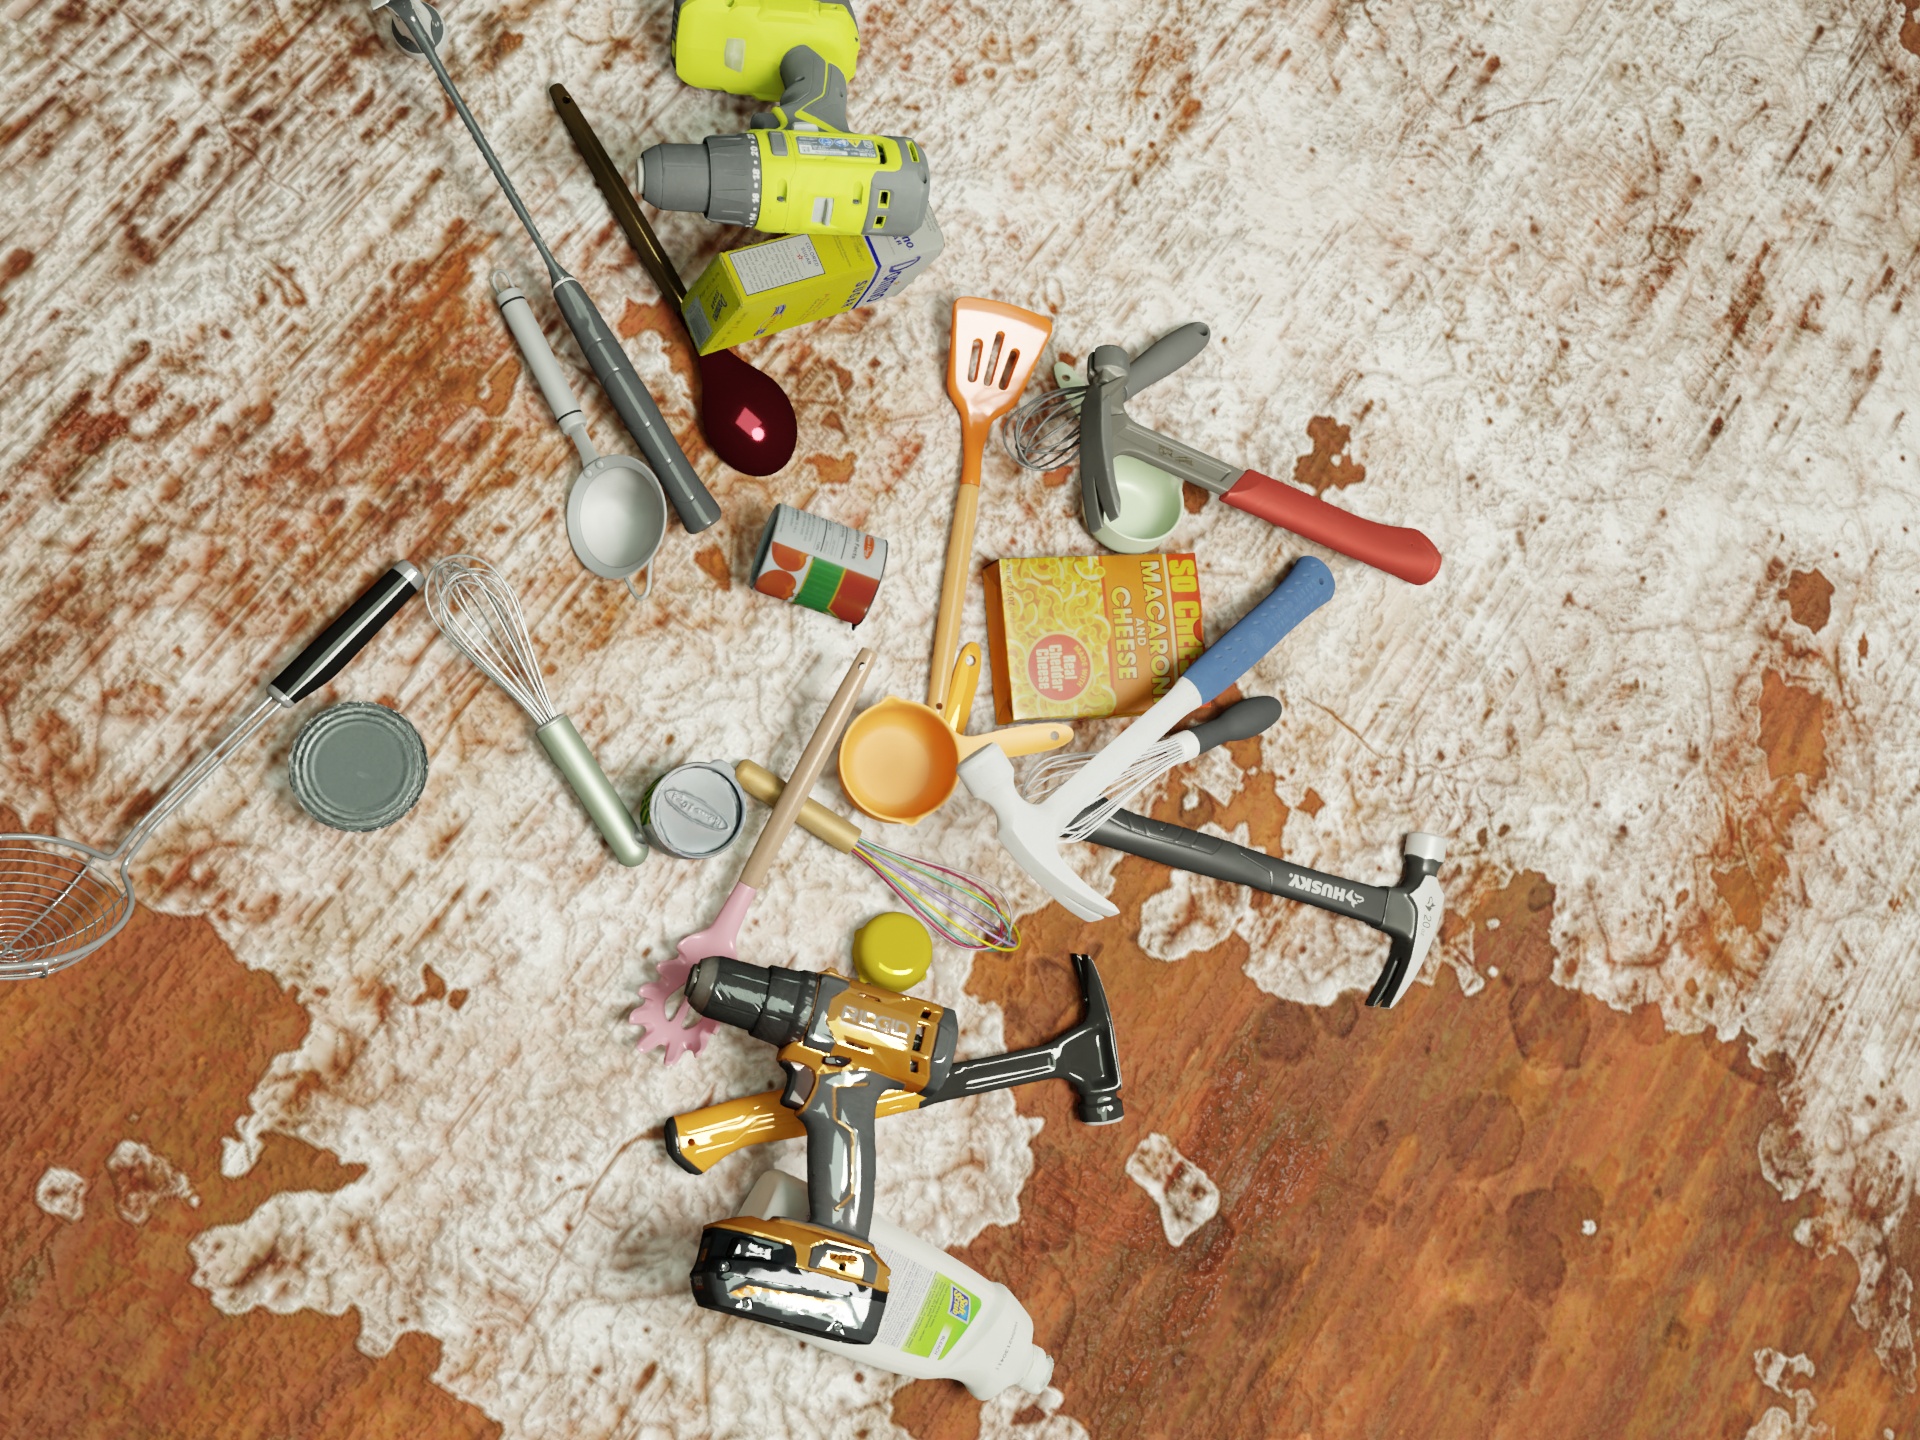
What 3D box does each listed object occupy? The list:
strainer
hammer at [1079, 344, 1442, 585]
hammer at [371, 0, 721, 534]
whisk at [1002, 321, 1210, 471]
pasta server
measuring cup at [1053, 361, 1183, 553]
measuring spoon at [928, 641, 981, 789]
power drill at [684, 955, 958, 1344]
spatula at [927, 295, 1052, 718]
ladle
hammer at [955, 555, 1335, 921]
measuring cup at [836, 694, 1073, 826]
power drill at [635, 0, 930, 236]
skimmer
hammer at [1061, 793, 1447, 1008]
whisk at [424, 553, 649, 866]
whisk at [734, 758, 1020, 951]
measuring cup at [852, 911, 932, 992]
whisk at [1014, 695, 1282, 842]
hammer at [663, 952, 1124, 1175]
[{"bbox_3d":[-0.265,-0.202,1.112,0.087,0.050,0.258,-28,88,25],"label":"strainer"},{"bbox_3d":[0.239,-0.162,1.226,0.358,0.036,0.149,17,61,-31],"label":"hammer"},{"bbox_3d":[-0.277,-0.311,1.084,0.036,0.149,0.408,-30,102,-3],"label":"hammer"},{"bbox_3d":[0.119,-0.257,1.226,0.239,0.055,0.055,-38,97,-33],"label":"whisk"},{"bbox_3d":[-0.136,0.090,1.104,0.060,0.040,0.316,27,86,1],"label":"pasta server"},{"bbox_3d":[0.111,-0.204,1.245,0.083,0.038,0.168,-22,75,-22],"label":"measuring cup"},{"bbox_3d":[-0.002,-0.004,1.193,0.021,0.011,0.117,17,80,-16],"label":"measuring spoon"},{"bbox_3d":[-0.111,0.270,1.035,0.185,0.084,0.226,20,64,-13],"label":"power drill"},{"bbox_3d":[0.006,-0.155,1.197,0.081,0.041,0.323,11,82,-18],"label":"spatula"},{"bbox_3d":[-0.211,-0.320,1.150,0.069,0.031,0.315,-32,93,-21],"label":"ladle"},{"bbox_3d":[0.165,-0.010,1.169,0.405,0.035,0.144,-38,97,-37],"label":"hammer"},{"bbox_3d":[-0.006,0.025,1.159,0.173,0.052,0.095,-9,83,-13],"label":"measuring cup"},{"bbox_3d":[-0.136,-0.422,1.101,0.190,0.080,0.229,-3,54,-17],"label":"power drill"},{"bbox_3d":[-0.483,0.014,0.990,0.127,0.090,0.363,32,69,23],"label":"skimmer"},{"bbox_3d":[0.227,0.121,1.245,0.334,0.035,0.146,17,79,-16],"label":"hammer"},{"bbox_3d":[-0.285,-0.004,1.085,0.059,0.058,0.246,-29,98,11],"label":"whisk"},{"bbox_3d":[-0.059,0.099,1.154,0.245,0.051,0.047,33,55,-8],"label":"whisk"},{"bbox_3d":[-0.071,0.200,1.119,0.062,0.029,0.157,34,59,1],"label":"measuring cup"},{"bbox_3d":[0.145,0.031,1.197,0.284,0.070,0.070,-20,91,-33],"label":"whisk"},{"bbox_3d":[-0.045,0.258,1.141,0.336,0.034,0.127,-8,88,-19],"label":"hammer"}]
